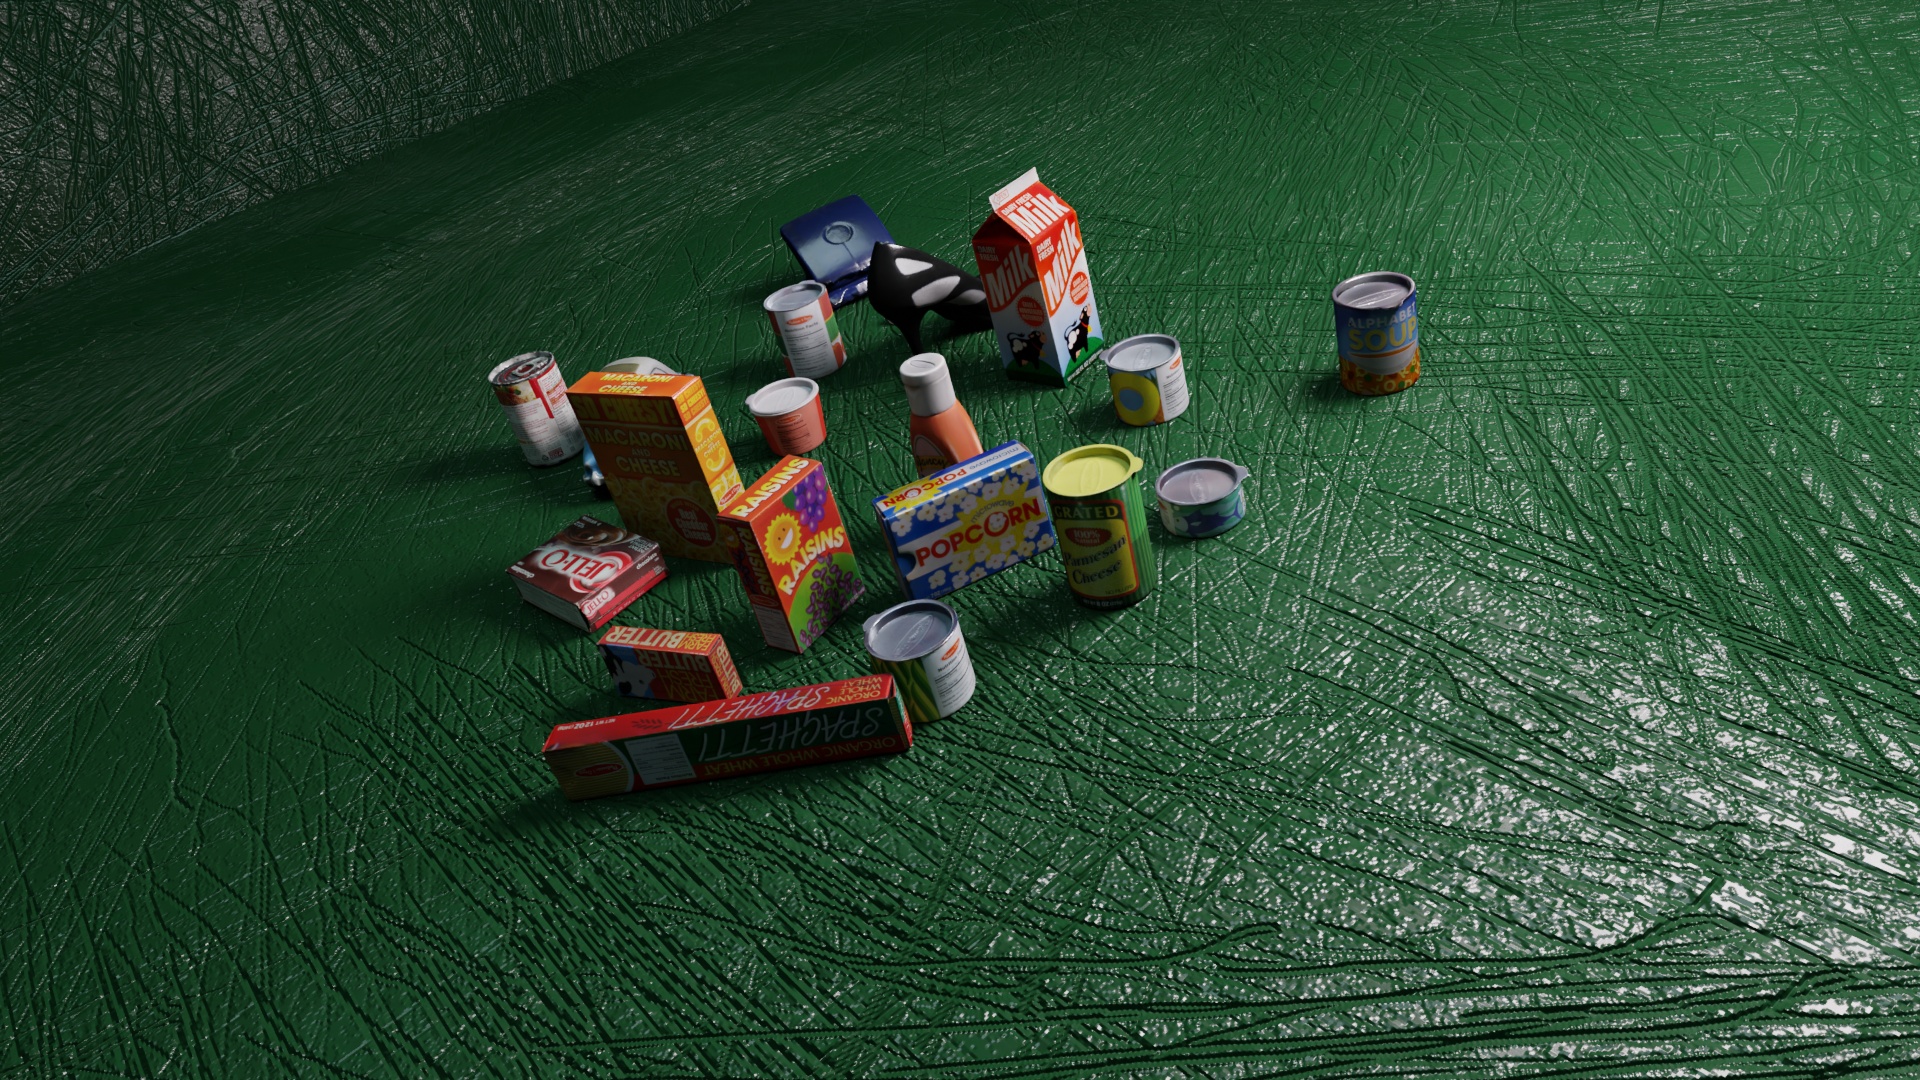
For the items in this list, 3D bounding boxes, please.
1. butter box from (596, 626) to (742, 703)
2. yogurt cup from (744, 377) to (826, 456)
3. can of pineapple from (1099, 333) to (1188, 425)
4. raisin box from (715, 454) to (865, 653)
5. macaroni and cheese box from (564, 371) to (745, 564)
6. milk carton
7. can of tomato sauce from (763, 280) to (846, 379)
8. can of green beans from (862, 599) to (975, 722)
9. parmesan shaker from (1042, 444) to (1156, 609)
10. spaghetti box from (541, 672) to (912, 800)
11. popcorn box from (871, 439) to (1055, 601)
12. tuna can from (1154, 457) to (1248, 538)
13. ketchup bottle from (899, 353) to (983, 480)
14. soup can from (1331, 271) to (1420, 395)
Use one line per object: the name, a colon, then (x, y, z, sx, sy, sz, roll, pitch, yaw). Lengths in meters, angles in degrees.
butter box: (-0.215, 0.093, 1.031, 0.103, 0.053, 0.024, 2, 36, 26)
yogurt cup: (-0.162, -0.116, 1.327, 0.072, 0.053, 0.073, -11, 32, 7)
can of pineapple: (0.162, -0.141, 1.219, 0.071, 0.057, 0.071, -11, 32, 7)
raisin box: (-0.127, 0.010, 1.053, 0.040, 0.122, 0.086, 11, 41, 36)
macaroni and cheese box: (-0.249, -0.062, 1.177, 0.123, 0.165, 0.040, 6, 38, 31)
milk carton: (0.070, -0.245, 1.294, 0.073, 0.189, 0.073, 14, 43, 39)
can of tomato sauce: (-0.161, -0.220, 1.458, 0.071, 0.082, 0.071, -11, 32, 7)
can of green beans: (-0.027, 0.083, 0.960, 0.071, 0.057, 0.071, -11, 32, 7)
parmesan shaker: (0.104, -0.009, 1.000, 0.071, 0.102, 0.072, -11, 32, 7)
spaghetti box: (-0.157, 0.135, 0.945, 0.250, 0.050, 0.029, -10, 33, 9)
popcorn box: (0.004, -0.013, 1.068, 0.127, 0.084, 0.038, -24, 33, -12)
tuna can: (0.187, -0.033, 1.067, 0.071, 0.032, 0.071, -11, 32, 7)
ketchup bottle: (-0.012, -0.077, 1.113, 0.065, 0.148, 0.044, 16, 44, 40)
soup can: (0.349, -0.171, 1.160, 0.071, 0.083, 0.072, -11, 32, 7)
